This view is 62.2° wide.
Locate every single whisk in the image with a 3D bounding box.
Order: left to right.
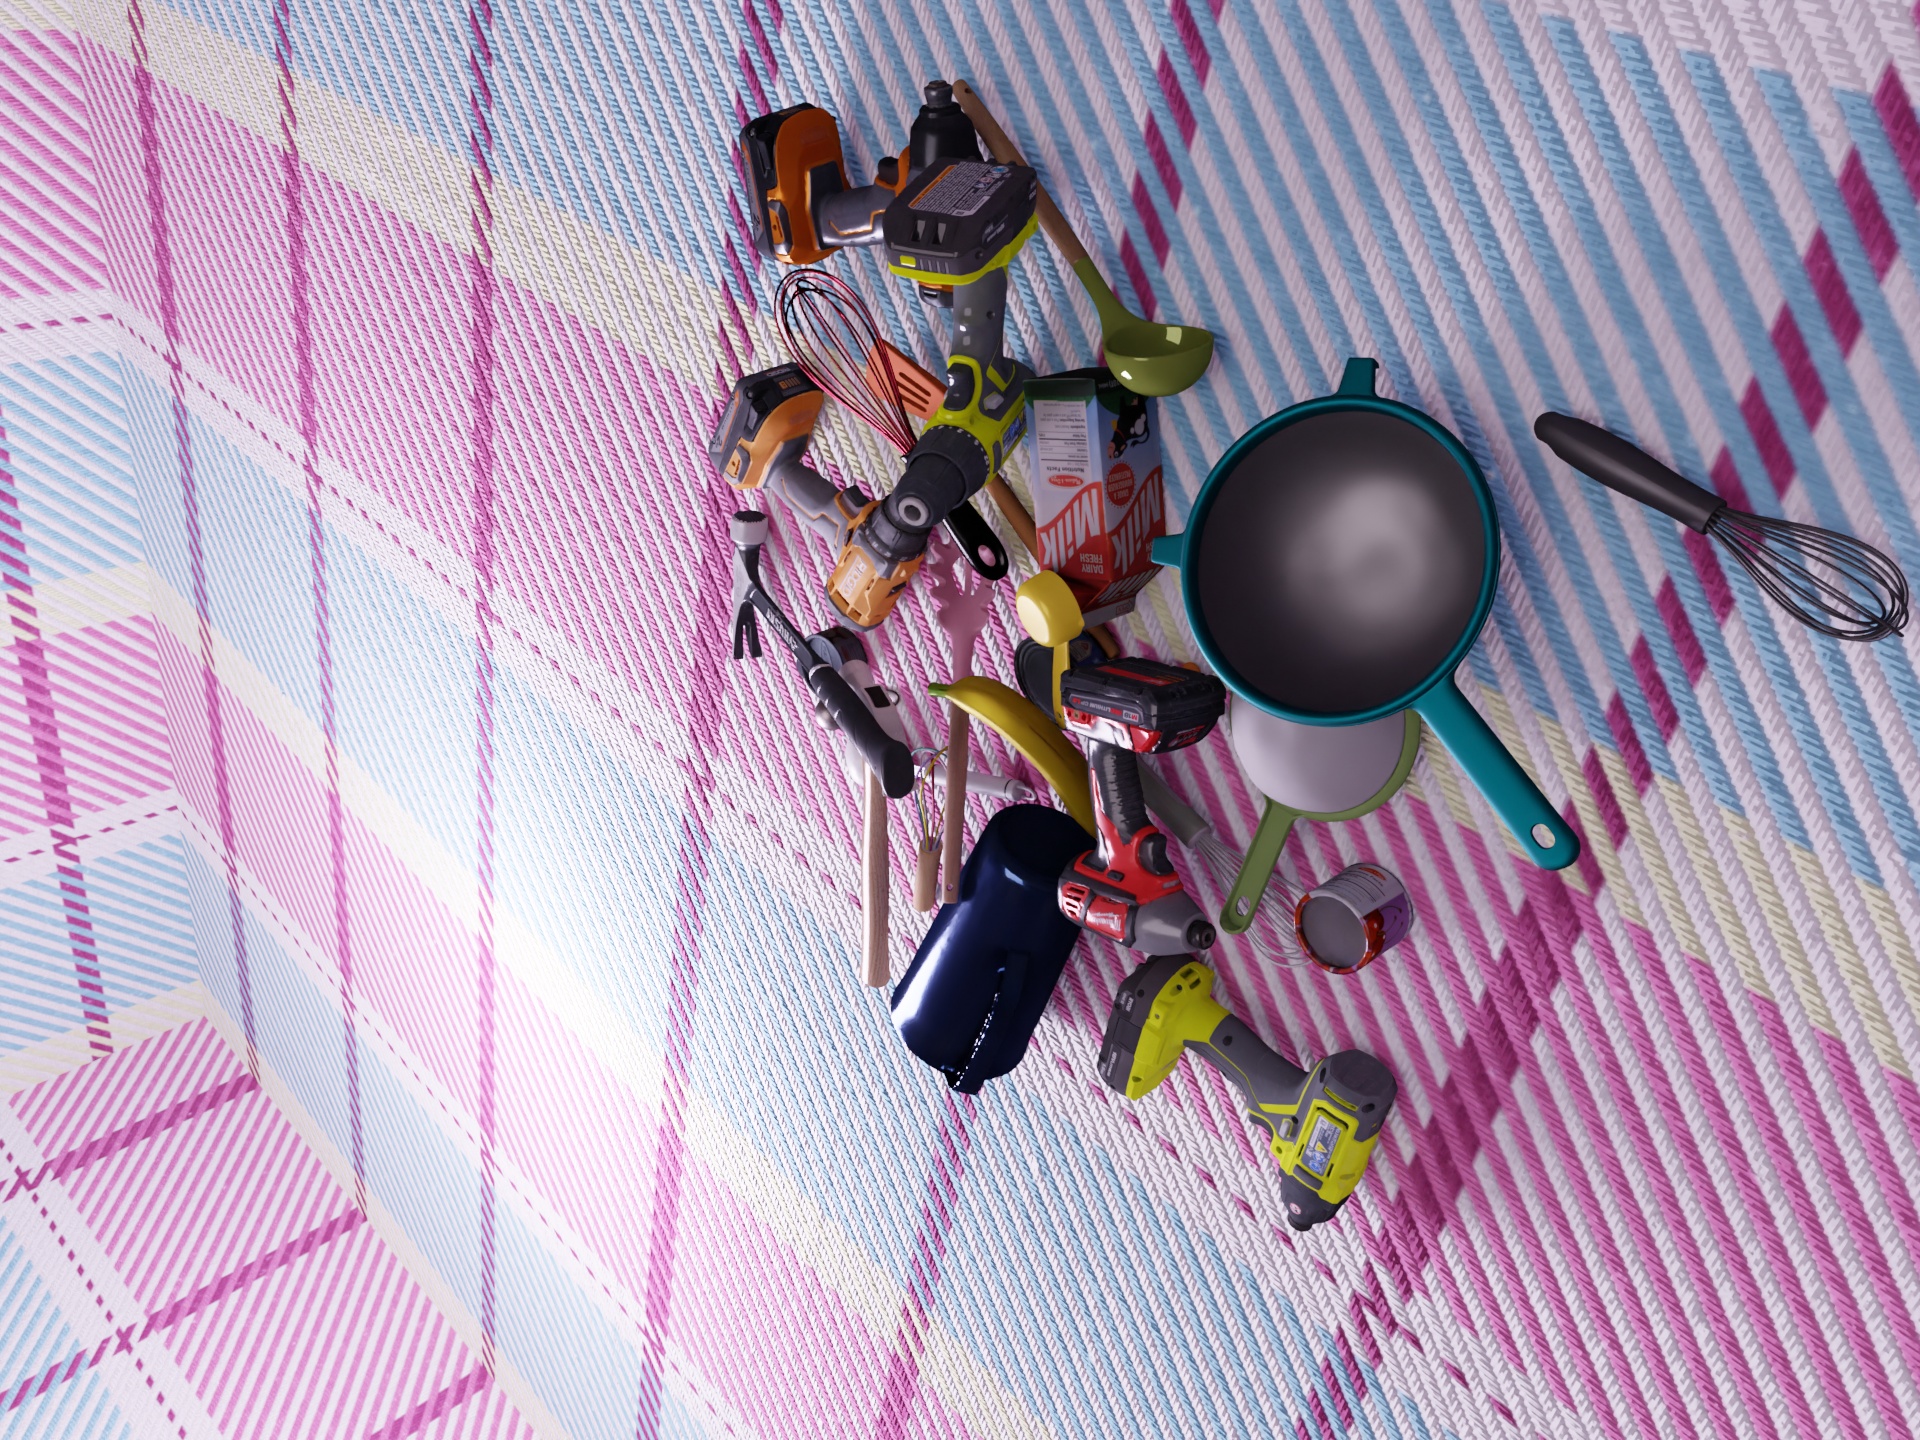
[{"bbox_3d":[-0.050,-0.234,1.278,0.073,0.073,0.295,-20,110,49],"label":"whisk"},{"bbox_3d":[-0.029,0.103,1.446,0.051,0.047,0.244,10,140,2],"label":"whisk"},{"bbox_3d":[0.194,0.097,1.250,0.059,0.057,0.247,-47,64,10],"label":"whisk"},{"bbox_3d":[0.427,-0.116,0.907,0.239,0.055,0.055,41,132,32],"label":"whisk"}]

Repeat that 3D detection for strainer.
[{"bbox_3d":[-0.033,0.048,1.466,0.258,0.050,0.086,10,129,40],"label":"strainer"},{"bbox_3d":[0.225,0.048,1.137,0.152,0.069,0.256,33,116,33],"label":"strainer"},{"bbox_3d":[0.289,-0.050,1.017,0.211,0.095,0.341,-43,67,26],"label":"strainer"}]

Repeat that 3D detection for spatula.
[{"bbox_3d":[0.028,-0.179,1.301,0.323,0.041,0.081,56,161,10],"label":"spatula"}]

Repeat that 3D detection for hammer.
[{"bbox_3d":[-0.134,-0.046,1.429,0.409,0.036,0.149,-131,41,-51],"label":"hammer"},{"bbox_3d":[-0.077,0.116,1.462,0.130,0.031,0.331,-125,30,-50],"label":"hammer"}]

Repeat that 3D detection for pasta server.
[{"bbox_3d":[-0.002,-0.004,1.339,0.060,0.040,0.316,3,87,9],"label":"pasta server"}]

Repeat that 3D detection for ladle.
[{"bbox_3d":[0.079,-0.361,1.159,0.320,0.078,0.062,59,154,18],"label":"ladle"}]

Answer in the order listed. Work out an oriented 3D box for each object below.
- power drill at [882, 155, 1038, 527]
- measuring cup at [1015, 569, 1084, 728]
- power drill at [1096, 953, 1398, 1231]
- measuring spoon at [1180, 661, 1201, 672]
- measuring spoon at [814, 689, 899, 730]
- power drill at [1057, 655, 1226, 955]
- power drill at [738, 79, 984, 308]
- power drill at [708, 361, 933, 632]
[{"bbox_3d":[-0.001,-0.267,1.147,0.080,0.191,0.228,14,133,18],"label":"power drill"},{"bbox_3d":[0.068,-0.047,1.238,0.062,0.029,0.156,44,151,40],"label":"measuring cup"},{"bbox_3d":[0.225,0.297,1.278,0.223,0.080,0.171,32,128,30],"label":"power drill"},{"bbox_3d":[0.144,-0.031,1.265,0.117,0.011,0.021,-5,103,48],"label":"measuring spoon"},{"bbox_3d":[-0.102,-0.012,1.527,0.124,0.018,0.034,-13,97,48],"label":"measuring spoon"},{"bbox_3d":[0.139,0.071,1.215,0.143,0.078,0.219,18,114,48],"label":"power drill"},{"bbox_3d":[-0.070,-0.426,1.254,0.227,0.084,0.164,24,133,35],"label":"power drill"},{"bbox_3d":[-0.112,-0.213,1.402,0.226,0.084,0.185,51,139,12],"label":"power drill"}]
